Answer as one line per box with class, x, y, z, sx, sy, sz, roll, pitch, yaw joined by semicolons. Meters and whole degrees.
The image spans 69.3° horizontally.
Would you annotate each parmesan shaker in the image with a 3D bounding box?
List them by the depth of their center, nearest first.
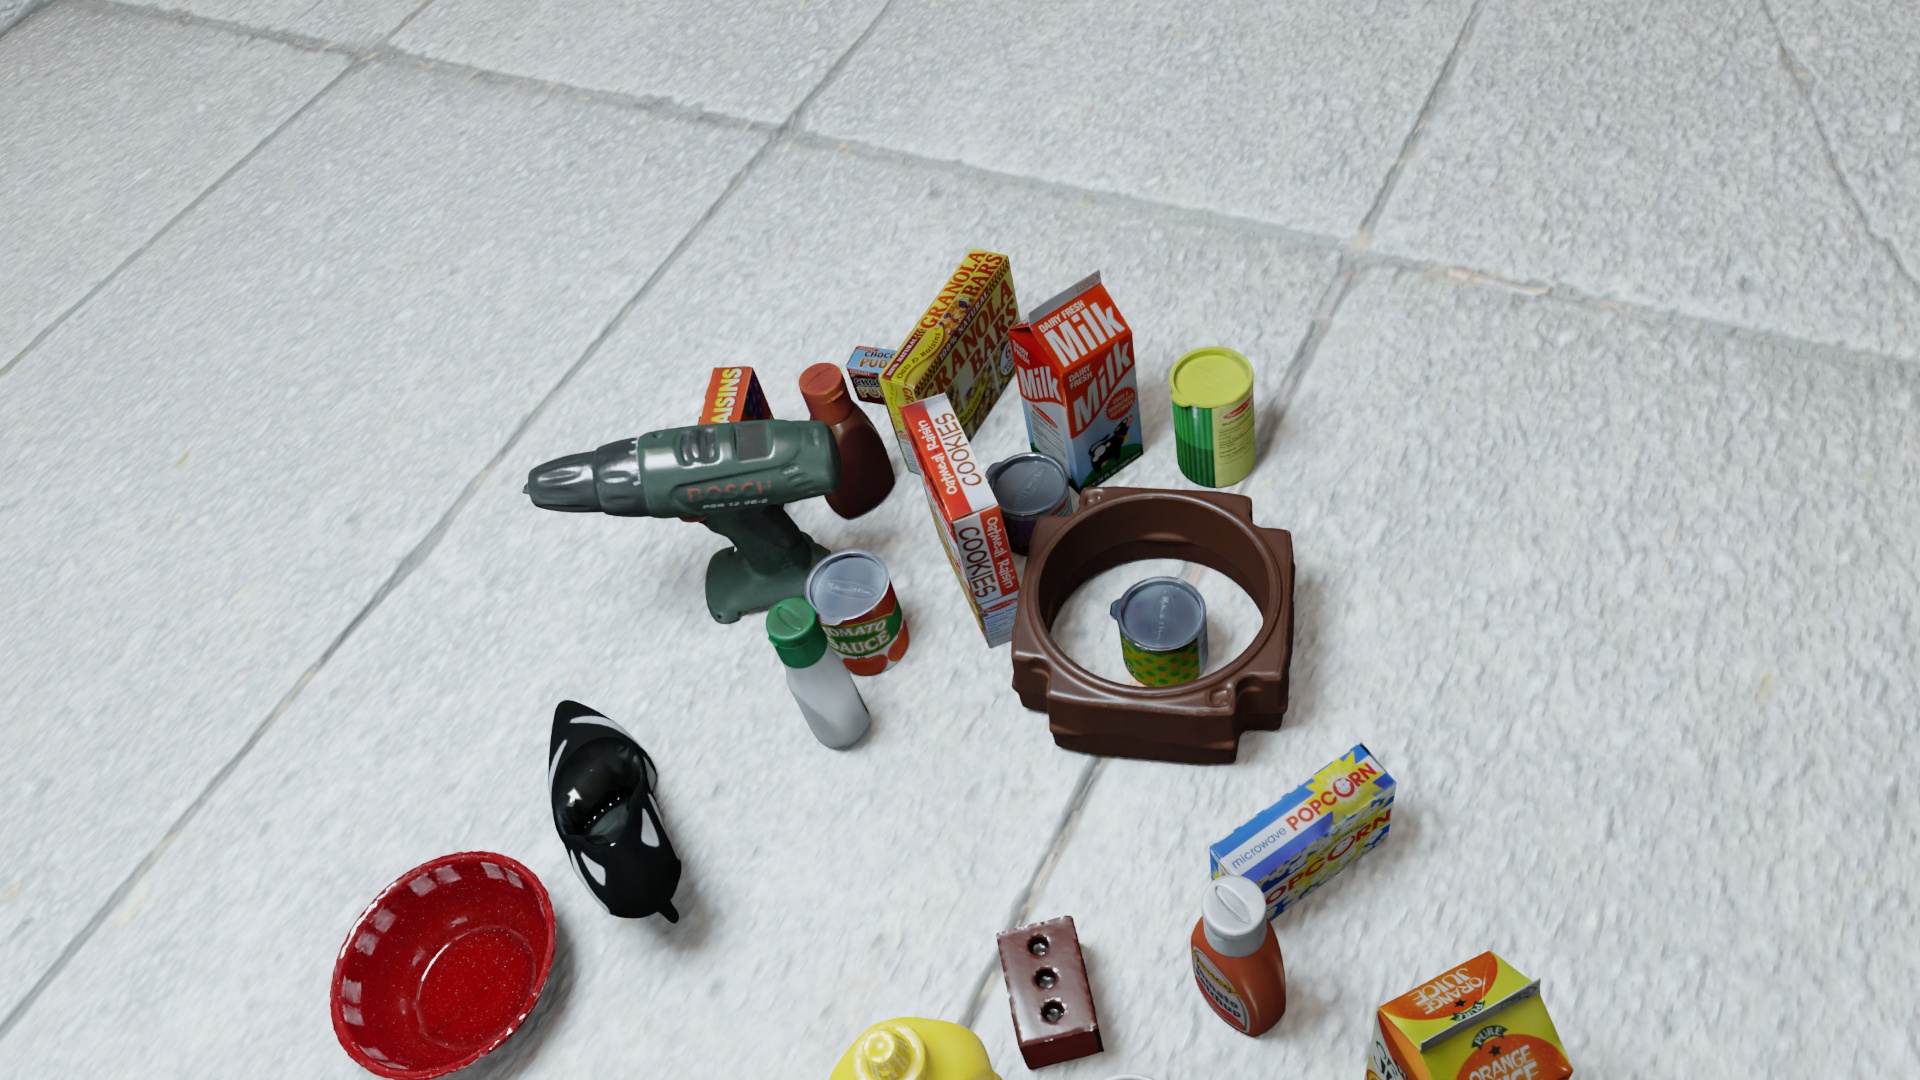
parmesan shaker;0.204;-0.098;1.133;0.071;0.102;0.072;-6;52;8

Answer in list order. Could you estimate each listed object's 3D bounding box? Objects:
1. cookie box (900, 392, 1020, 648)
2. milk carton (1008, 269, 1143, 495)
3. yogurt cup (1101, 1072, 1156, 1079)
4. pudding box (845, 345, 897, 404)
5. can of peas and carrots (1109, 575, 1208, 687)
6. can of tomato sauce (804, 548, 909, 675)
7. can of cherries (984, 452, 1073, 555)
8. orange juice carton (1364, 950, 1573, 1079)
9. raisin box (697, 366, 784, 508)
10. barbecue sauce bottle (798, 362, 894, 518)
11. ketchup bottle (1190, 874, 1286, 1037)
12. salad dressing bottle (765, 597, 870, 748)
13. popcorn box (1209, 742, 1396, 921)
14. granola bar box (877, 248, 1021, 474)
cookie box;0.004;-0.013;1.070;0.040;0.166;0.123;-21;51;-4
milk carton;0.094;-0.133;1.128;0.072;0.189;0.073;-34;53;-14
yogurt cup;0.103;0.360;0.830;0.072;0.053;0.073;-6;52;8
pudding box;-0.057;-0.147;1.262;0.084;0.049;0.030;11;56;20
can of peas and carrots;0.150;0.070;1.043;0.071;0.058;0.071;-6;52;8
can of tomato sauce;-0.080;0.059;1.086;0.071;0.082;0.071;-6;52;8
can of cherries;0.057;-0.031;1.141;0.071;0.058;0.072;-6;52;8
orange juice carton;0.274;0.289;0.760;0.072;0.191;0.073;-24;52;-6
raisin box;-0.184;-0.077;1.188;0.040;0.122;0.086;-2;53;11
barbecue sauce bottle;-0.098;-0.085;1.160;0.065;0.147;0.044;-41;55;-18
ketchup bottle;0.168;0.249;0.843;0.043;0.148;0.065;-36;54;-15
salad dressing bottle;-0.106;0.098;1.020;0.044;0.147;0.064;-39;55;-17
popcorn box;0.223;0.198;0.911;0.127;0.084;0.038;-31;53;-12
granola bar box;-0.004;-0.153;1.207;0.039;0.123;0.166;18;59;24
